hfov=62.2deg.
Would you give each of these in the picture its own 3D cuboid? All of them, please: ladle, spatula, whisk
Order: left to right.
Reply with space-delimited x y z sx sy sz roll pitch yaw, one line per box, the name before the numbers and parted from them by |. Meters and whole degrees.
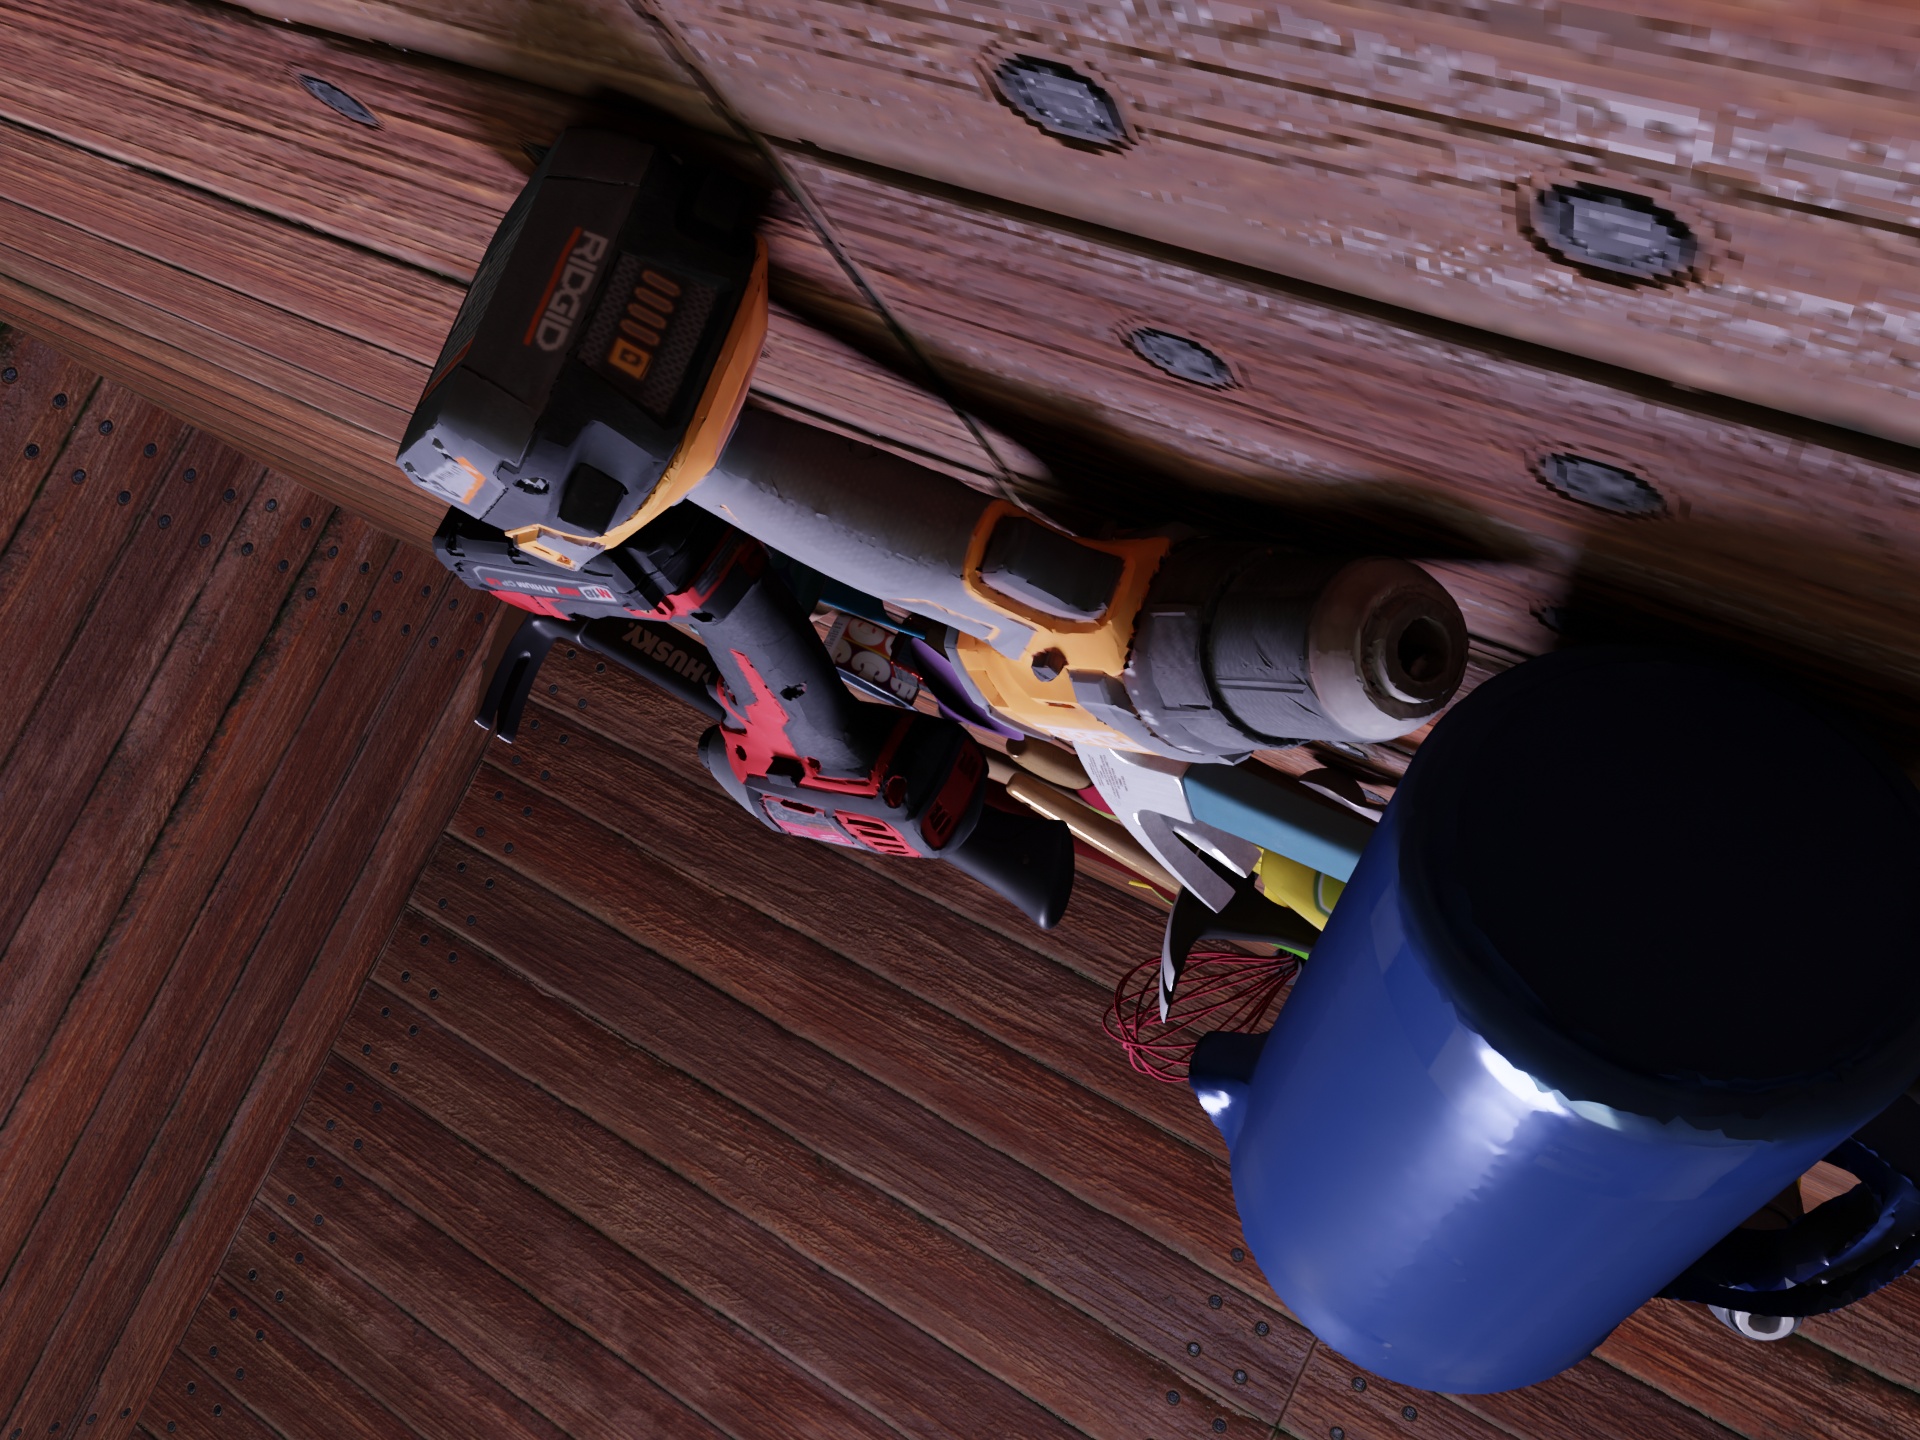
spatula | -0.001 -0.002 0.757 0.060 0.018 0.316 39 175 1
ladle | 0.060 0.058 1.053 0.319 0.062 0.078 24 174 -37
ladle | 0.063 0.028 0.868 0.069 0.031 0.315 26 180 15
whisk | 0.191 0.157 0.982 0.073 0.073 0.295 22 -157 40

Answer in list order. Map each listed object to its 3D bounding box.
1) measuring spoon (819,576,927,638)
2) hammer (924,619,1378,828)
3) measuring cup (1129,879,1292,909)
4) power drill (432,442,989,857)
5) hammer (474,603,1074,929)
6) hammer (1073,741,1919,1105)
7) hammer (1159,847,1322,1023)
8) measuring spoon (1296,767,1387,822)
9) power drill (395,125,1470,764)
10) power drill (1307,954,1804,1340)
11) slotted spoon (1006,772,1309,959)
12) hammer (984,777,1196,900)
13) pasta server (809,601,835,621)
measuring spoon | -0.014 -0.050 0.766 0.128 0.021 0.042 18 -176 -14
hammer | 0.119 0.029 0.662 0.331 0.031 0.129 27 157 30
measuring cup | 0.182 0.106 1.047 0.156 0.029 0.062 5 175 33
power drill | -0.093 -0.026 0.627 0.143 0.079 0.219 9 150 38
hammer | -0.089 0.005 0.755 0.335 0.146 0.035 29 171 24
hammer | 0.176 0.063 0.541 0.331 0.033 0.128 25 152 35
hammer | 0.261 0.135 0.736 0.337 0.034 0.127 15 -145 15
measuring spoon | 0.188 0.036 0.637 0.124 0.018 0.034 11 146 48
power drill | -0.007 -0.049 0.384 0.226 0.084 0.185 24 174 -24
power drill | 0.272 0.193 0.748 0.228 0.080 0.191 9 -153 10
slotted spoon | 0.159 0.110 0.913 0.313 0.031 0.070 30 165 -13
hammer | 0.012 0.043 0.947 0.358 0.036 0.149 23 -173 -40
pasta server | -0.098 -0.058 0.936 0.060 0.040 0.316 38 172 -10
